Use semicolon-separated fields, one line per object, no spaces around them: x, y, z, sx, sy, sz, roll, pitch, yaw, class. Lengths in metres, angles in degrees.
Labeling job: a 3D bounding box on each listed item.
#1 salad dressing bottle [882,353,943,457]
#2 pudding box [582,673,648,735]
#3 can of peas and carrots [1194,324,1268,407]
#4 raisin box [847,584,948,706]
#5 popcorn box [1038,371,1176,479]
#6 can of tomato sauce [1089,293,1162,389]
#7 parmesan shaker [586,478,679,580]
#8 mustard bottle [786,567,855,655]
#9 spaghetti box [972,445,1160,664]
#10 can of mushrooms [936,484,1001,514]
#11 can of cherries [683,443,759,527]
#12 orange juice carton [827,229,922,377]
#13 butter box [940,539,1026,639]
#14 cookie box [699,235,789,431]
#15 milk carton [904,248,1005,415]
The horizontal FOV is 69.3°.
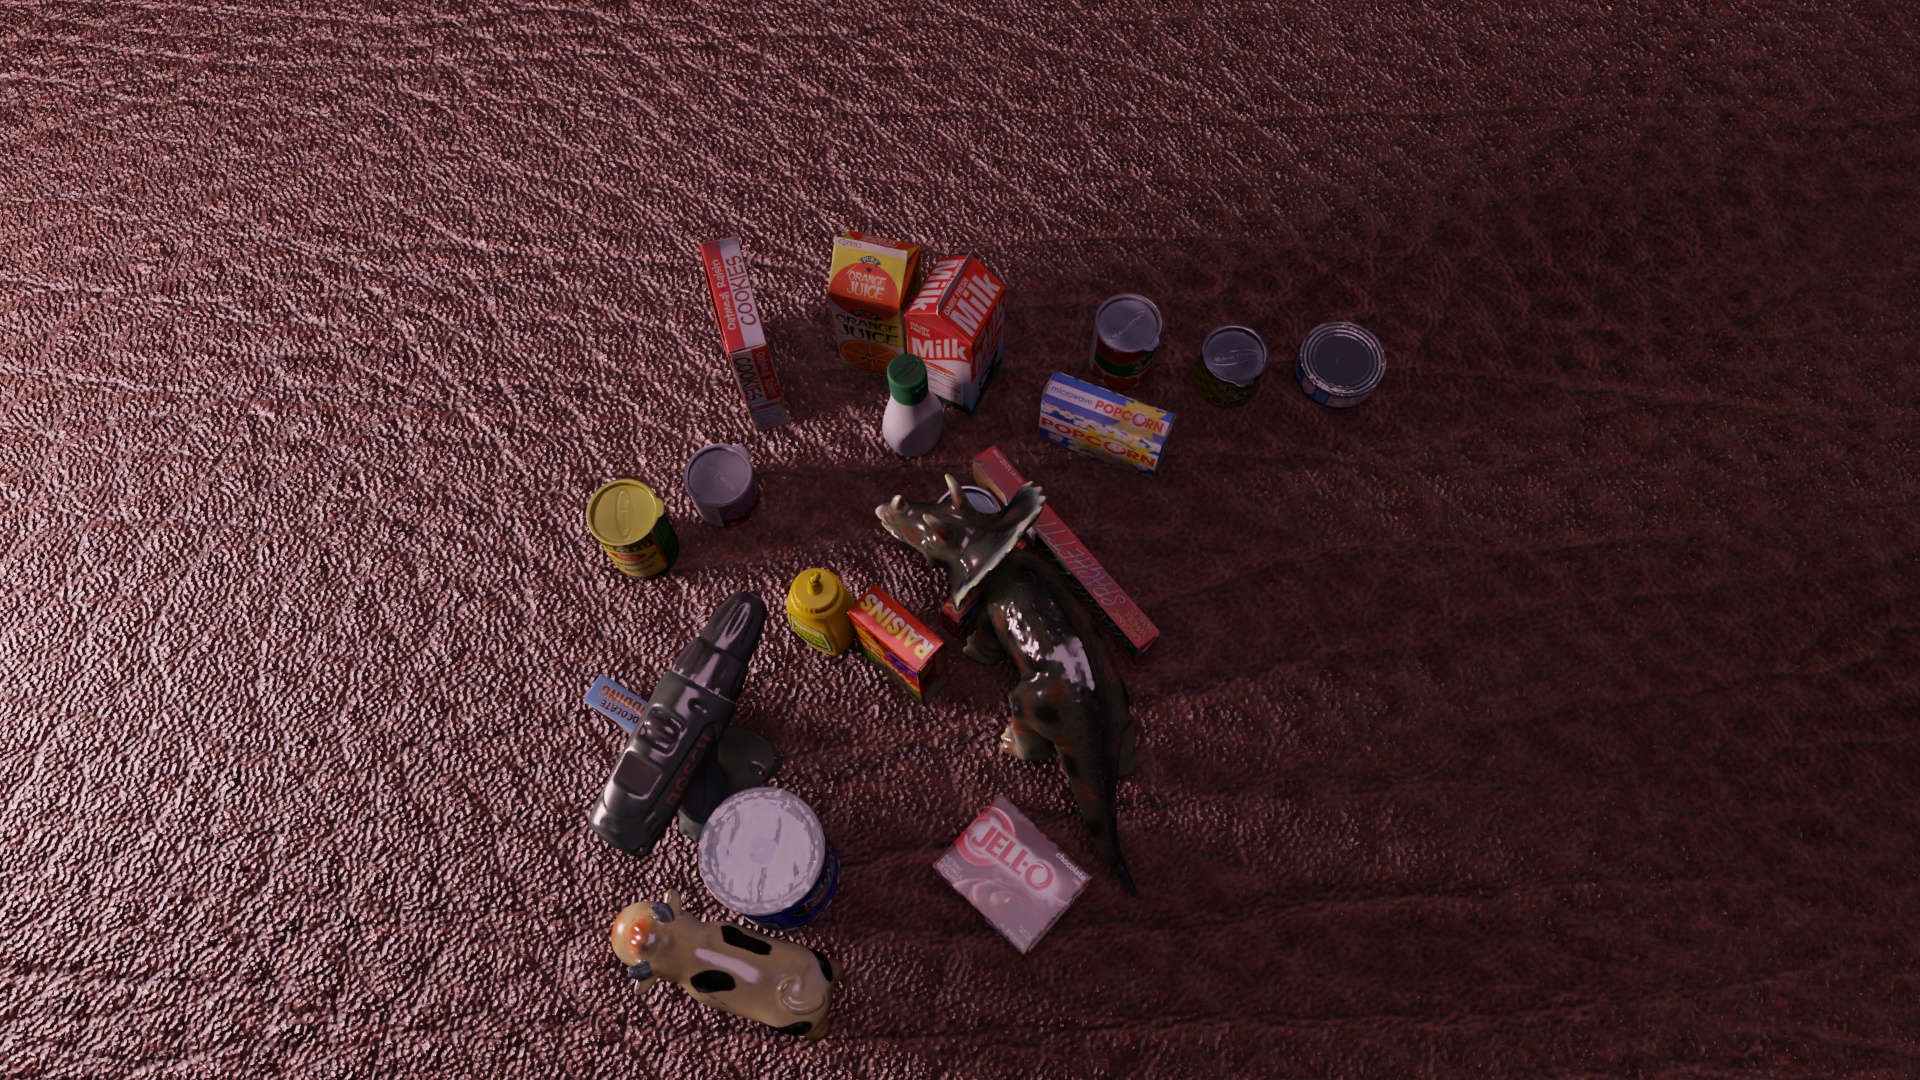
-0.047;-0.130;1.335;0.064;0.147;0.044;-40;74;-13;salad dressing bottle
-0.301;0.160;1.276;0.084;0.049;0.030;30;72;11;pudding box
0.272;-0.173;1.397;0.071;0.058;0.071;0;69;1;can of peas and carrots
-0.055;0.097;1.259;0.086;0.123;0.040;40;75;14;raisin box
0.141;-0.112;1.360;0.127;0.085;0.038;21;71;9;popcorn box
0.166;-0.197;1.394;0.071;0.082;0.071;0;69;1;can of tomato sauce
-0.305;-0.008;1.314;0.071;0.102;0.071;0;69;1;parmesan shaker
-0.127;0.058;1.255;0.065;0.159;0.049;29;72;11;mustard bottle
0.099;0.013;1.330;0.029;0.050;0.250;-37;73;-12;spaghetti box
0.005;-0.017;1.351;0.071;0.033;0.071;0;69;1;can of mushrooms
-0.229;-0.054;1.355;0.071;0.058;0.072;0;69;1;can of cherries
-0.081;-0.236;1.353;0.072;0.192;0.073;14;70;6;orange juice carton
0.022;0.042;1.318;0.024;0.053;0.104;37;73;14;butter box
-0.210;-0.198;1.353;0.040;0.167;0.123;-16;70;-5;cookie box
-0.004;-0.204;1.341;0.073;0.190;0.072;25;71;10;milk carton
